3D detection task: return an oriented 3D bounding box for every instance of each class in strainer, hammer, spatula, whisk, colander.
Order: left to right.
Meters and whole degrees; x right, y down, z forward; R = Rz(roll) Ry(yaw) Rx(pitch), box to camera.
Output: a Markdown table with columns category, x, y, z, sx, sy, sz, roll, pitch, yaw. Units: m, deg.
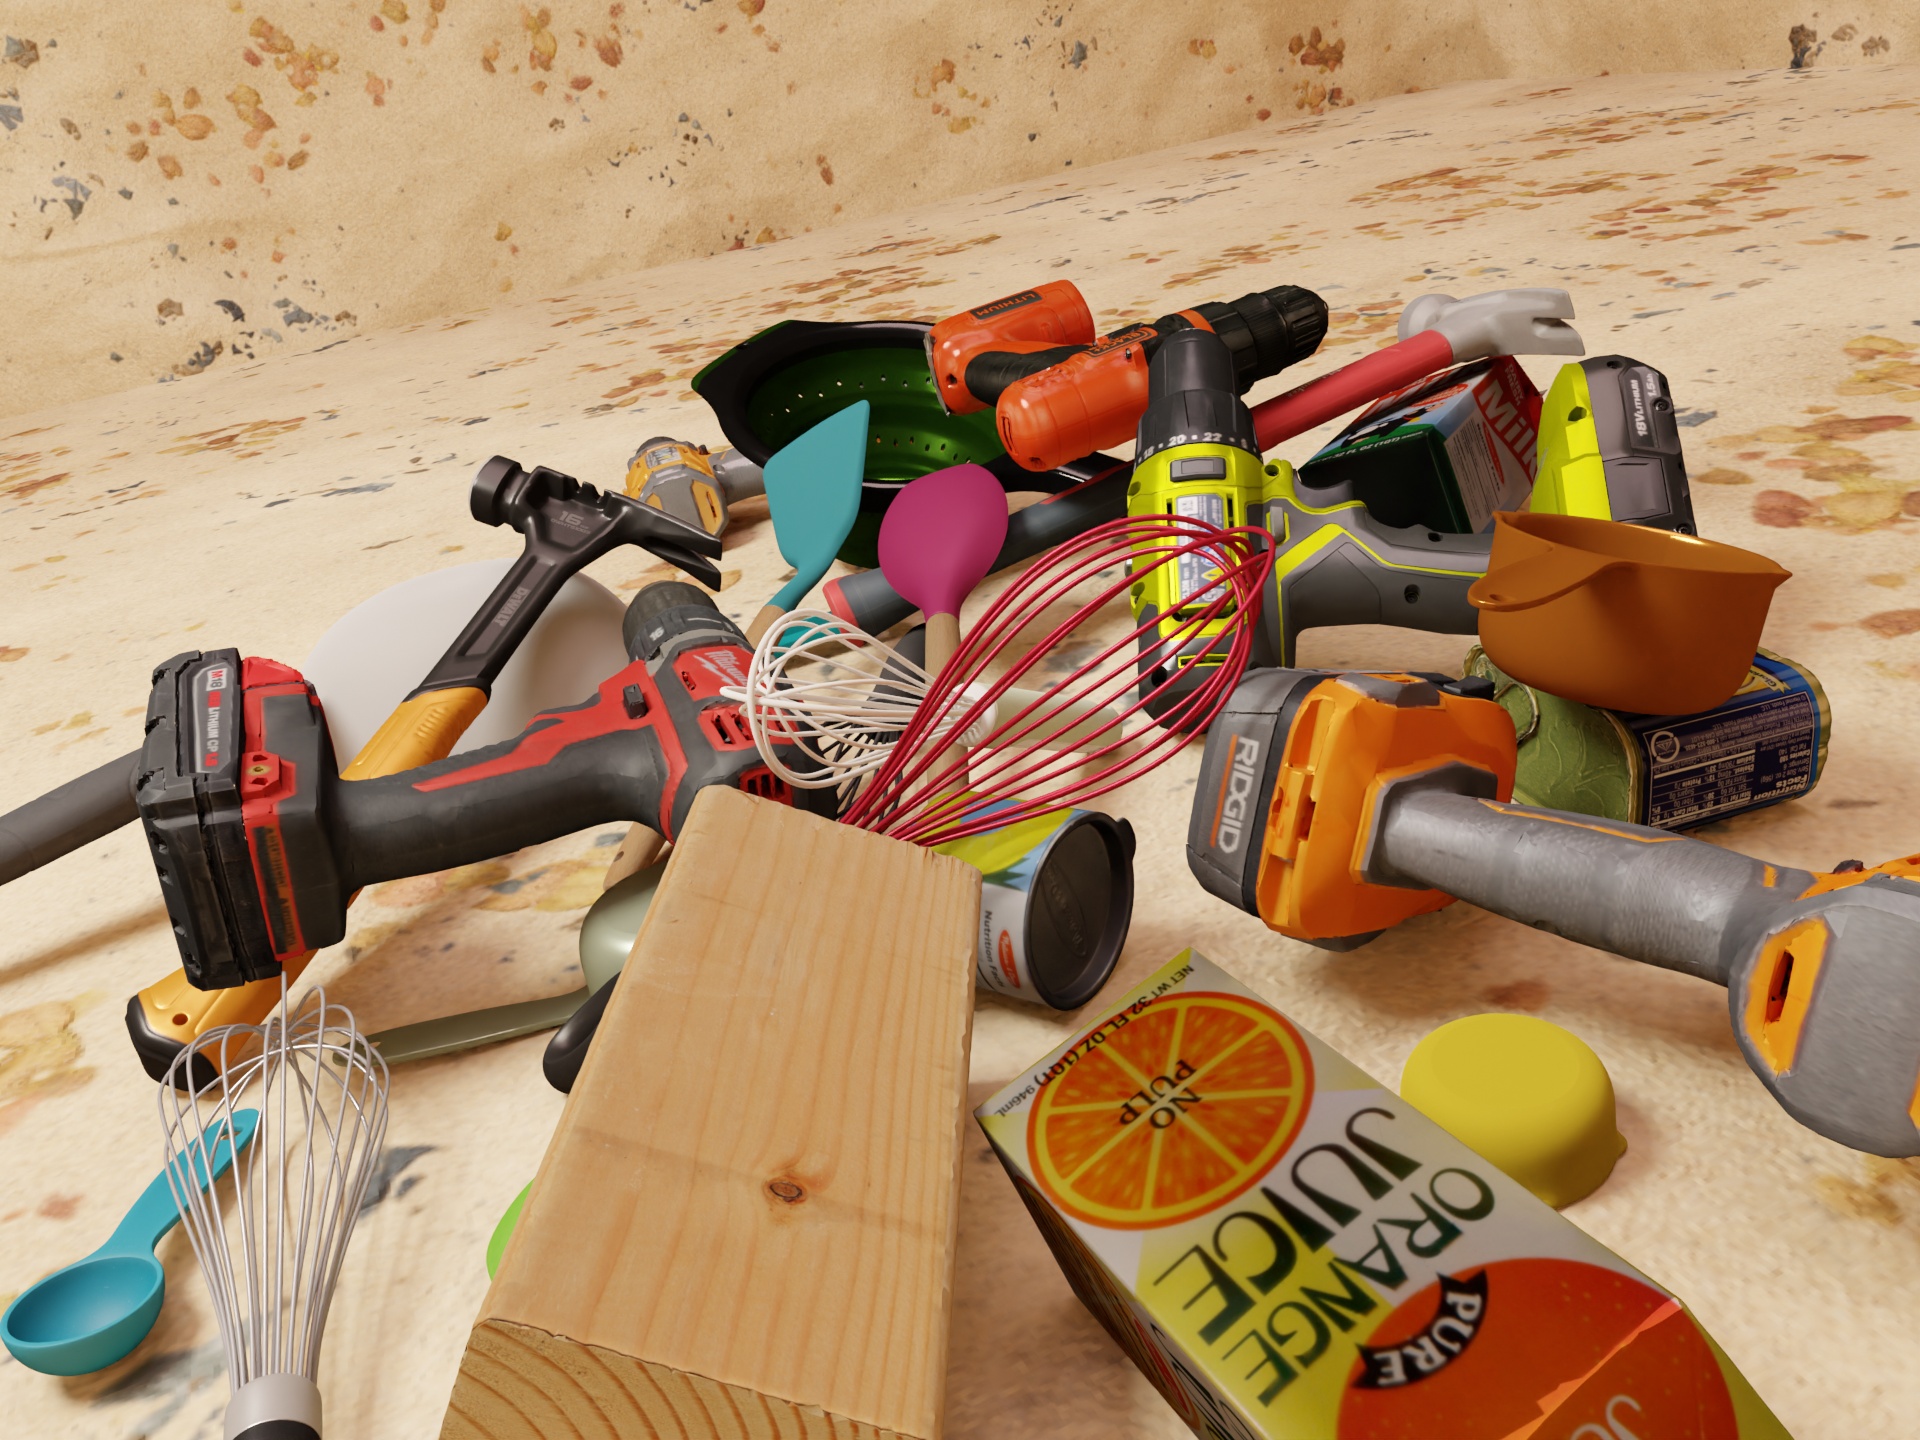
| category | x | y | z | sx | sy | sz | roll | pitch | yaw |
| --- | --- | --- | --- | --- | --- | --- | --- | --- | --- |
| hammer | -0.456 | 0.087 | 0.645 | 0.409 | 0.036 | 0.149 | -31 | 28 | -22 |
| whisk | -0.180 | 0.162 | 0.418 | 0.070 | 0.070 | 0.285 | -17 | 30 | -14 |
| hammer | -0.222 | 0.011 | 0.671 | 0.127 | 0.034 | 0.337 | 20 | 49 | 5 |
| strainer | -0.190 | -0.046 | 0.815 | 0.340 | 0.095 | 0.211 | -19 | 25 | -15 |
| spatula | -0.106 | -0.040 | 0.754 | 0.082 | 0.044 | 0.318 | -24 | 30 | 35 |
| whisk | -0.038 | 0.000 | 0.721 | 0.055 | 0.055 | 0.239 | -4 | 21 | 14 |
| whisk | -0.024 | 0.032 | 0.500 | 0.296 | 0.073 | 0.073 | -38 | 20 | 13 |
| whisk | -0.001 | -0.002 | 0.598 | 0.058 | 0.059 | 0.246 | -1 | -4 | 32 |
| colander | 0.026 | -0.128 | 0.938 | 0.397 | 0.094 | 0.204 | 23 | 44 | 23 |
| hammer | 0.115 | -0.127 | 0.797 | 0.386 | 0.038 | 0.143 | -25 | 17 | -6 |

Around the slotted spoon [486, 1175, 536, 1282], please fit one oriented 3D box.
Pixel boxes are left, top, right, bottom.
| category | x | y | z | sx | sy | sz | roll | pitch | yaw |
| --- | --- | --- | --- | --- | --- | --- | --- | --- | --- |
| slotted spoon | -0.102 | 0.193 | 0.347 | 0.070 | 0.031 | 0.314 | -4 | 26 | 4 |

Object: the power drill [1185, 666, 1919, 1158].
| category | x | y | z | sx | sy | sz | roll | pitch | yaw |
| --- | --- | --- | --- | --- | --- | --- | --- | --- | --- |
| power drill | 0.200 | 0.045 | 0.463 | 0.164 | 0.084 | 0.227 | -1 | 15 | -45 |

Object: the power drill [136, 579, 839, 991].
| category | x | y | z | sx | sy | sz | roll | pitch | yaw |
| --- | --- | --- | --- | --- | --- | --- | --- | --- | --- |
| power drill | -0.173 | 0.006 | 0.598 | 0.226 | 0.080 | 0.188 | -10 | 31 | -18 |

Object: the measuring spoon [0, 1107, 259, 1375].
| category | x | y | z | sx | sy | sz | roll | pitch | yaw |
| --- | --- | --- | --- | --- | --- | --- | --- | --- | --- |
| measuring spoon | -0.247 | 0.161 | 0.494 | 0.042 | 0.021 | 0.129 | -5 | 15 | 2 |

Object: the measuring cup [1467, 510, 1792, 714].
| category | x | y | z | sx | sy | sz | roll | pitch | yaw |
| --- | --- | --- | --- | --- | --- | --- | --- | --- | --- |
| measuring cup | 0.190 | -0.027 | 0.491 | 0.095 | 0.052 | 0.173 | 20 | 23 | 35 |

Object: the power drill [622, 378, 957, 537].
| category | x | y | z | sx | sy | sz | roll | pitch | yaw |
| --- | --- | --- | --- | --- | --- | --- | --- | --- | --- |
| power drill | -0.130 | -0.191 | 1.134 | 0.226 | 0.084 | 0.185 | -19 | 24 | -8 |

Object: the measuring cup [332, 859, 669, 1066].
| category | x | y | z | sx | sy | sz | roll | pitch | yaw |
| --- | --- | --- | --- | --- | --- | --- | --- | --- | --- |
| measuring cup | -0.144 | 0.088 | 0.572 | 0.167 | 0.038 | 0.083 | -13 | 24 | -10 |

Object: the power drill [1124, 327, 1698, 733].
| category | x | y | z | sx | sy | sz | roll | pitch | yaw |
| --- | --- | --- | --- | --- | --- | --- | --- | --- | --- |
| power drill | 0.186 | -0.095 | 0.698 | 0.228 | 0.080 | 0.191 | -2 | 66 | 9 |

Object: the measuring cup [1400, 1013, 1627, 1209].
| category | x | y | z | sx | sy | sz | roll | pitch | yaw |
| --- | --- | --- | --- | --- | --- | --- | --- | --- | --- |
| measuring cup | 0.135 | 0.125 | 0.392 | 0.062 | 0.029 | 0.156 | -2 | 25 | 19 |

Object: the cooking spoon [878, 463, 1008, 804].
| category | x | y | z | sx | sy | sz | roll | pitch | yaw |
| --- | --- | --- | --- | --- | --- | --- | --- | --- | --- |
| cooking spoon | -0.007 | -0.026 | 0.695 | 0.069 | 0.017 | 0.319 | -17 | 39 | 12 |
